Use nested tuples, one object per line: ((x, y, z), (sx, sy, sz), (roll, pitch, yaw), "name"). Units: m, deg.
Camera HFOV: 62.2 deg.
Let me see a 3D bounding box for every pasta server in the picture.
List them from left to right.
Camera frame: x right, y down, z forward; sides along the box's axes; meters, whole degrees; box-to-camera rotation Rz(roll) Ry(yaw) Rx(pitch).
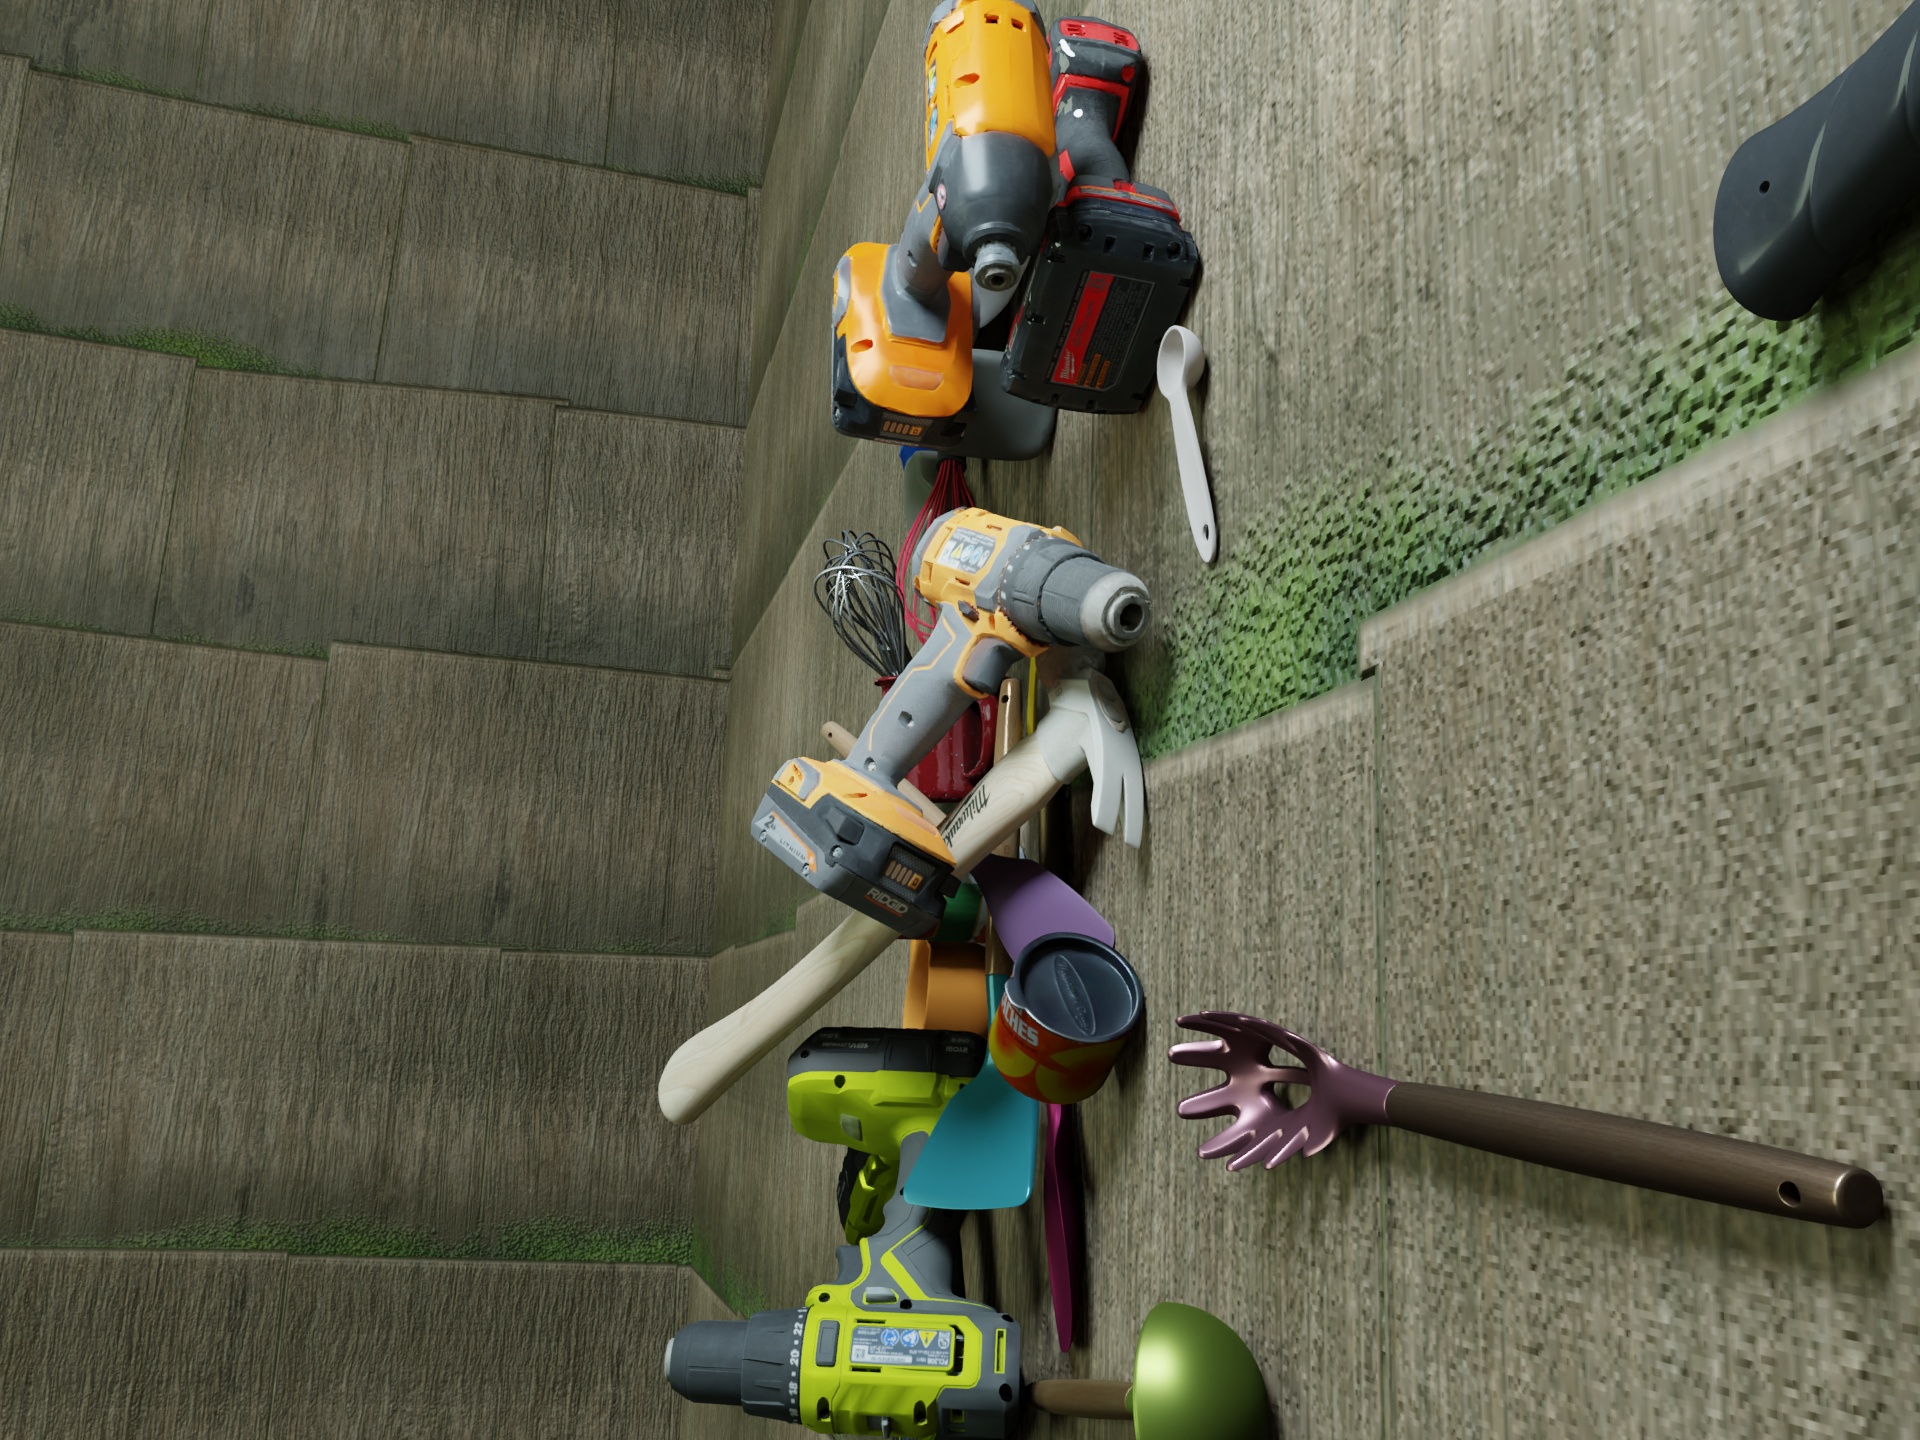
((0.146, 0.124, 0.492), (0.316, 0.040, 0.060), (156, 106, -73), "pasta server")

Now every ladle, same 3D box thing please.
((0.062, 0.311, 0.726), (0.320, 0.062, 0.078), (120, 150, -65), "ladle")

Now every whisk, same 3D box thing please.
((-0.057, -0.062, 1.199), (0.238, 0.055, 0.055), (71, -168, -55), "whisk")
((-0.046, -0.030, 1.117), (0.246, 0.059, 0.058), (67, -152, -52), "whisk")
((-0.007, -0.172, 1.171), (0.073, 0.073, 0.296), (117, 160, -56), "whisk")

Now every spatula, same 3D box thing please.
((-0.008, 0.071, 0.953), (0.316, 0.018, 0.059), (39, 113, 49), "spatula")
((0.019, 0.122, 0.932), (0.082, 0.044, 0.318), (-9, 67, 32), "spatula")

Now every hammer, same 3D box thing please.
((-0.050, 0.126, 0.917), (0.410, 0.038, 0.146), (-44, 33, 27), "hammer")
((0.246, -0.200, 0.215), (0.408, 0.036, 0.149), (119, 152, -59), "hammer")

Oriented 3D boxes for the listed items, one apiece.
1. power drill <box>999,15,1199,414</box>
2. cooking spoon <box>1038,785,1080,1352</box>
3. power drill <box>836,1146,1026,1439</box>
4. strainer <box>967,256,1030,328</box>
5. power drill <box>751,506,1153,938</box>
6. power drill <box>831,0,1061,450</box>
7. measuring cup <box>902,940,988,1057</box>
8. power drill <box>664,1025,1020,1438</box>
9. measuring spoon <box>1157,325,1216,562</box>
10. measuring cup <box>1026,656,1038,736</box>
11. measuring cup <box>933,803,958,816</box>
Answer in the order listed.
((0.065, -0.278, 0.888), (0.143, 0.078, 0.220), (111, 162, -47), "power drill")
((0.054, 0.177, 0.877), (0.068, 0.017, 0.319), (103, 168, -68), "cooking spoon")
((-0.023, 0.373, 1.005), (0.223, 0.080, 0.171), (-103, 23, -44), "power drill")
((0.015, -0.310, 1.021), (0.151, 0.069, 0.256), (-63, 7, 4), "strainer")
((-0.001, -0.003, 0.836), (0.226, 0.084, 0.185), (-59, 32, -3), "power drill")
((-0.009, -0.239, 0.834), (0.226, 0.084, 0.164), (123, 149, -59), "power drill")
((-0.007, 0.163, 1.068), (0.174, 0.052, 0.095), (-94, 15, -58), "measuring cup")
((-0.058, 0.293, 0.915), (0.229, 0.190, 0.080), (-85, -5, -46), "power drill")
((0.115, -0.133, 0.764), (0.034, 0.018, 0.124), (128, 138, -65), "measuring spoon")
((0.056, -0.021, 0.947), (0.062, 0.029, 0.156), (-99, 8, -48), "measuring cup")
((-0.031, 0.092, 1.093), (0.168, 0.038, 0.083), (-62, -12, -61), "measuring cup")
